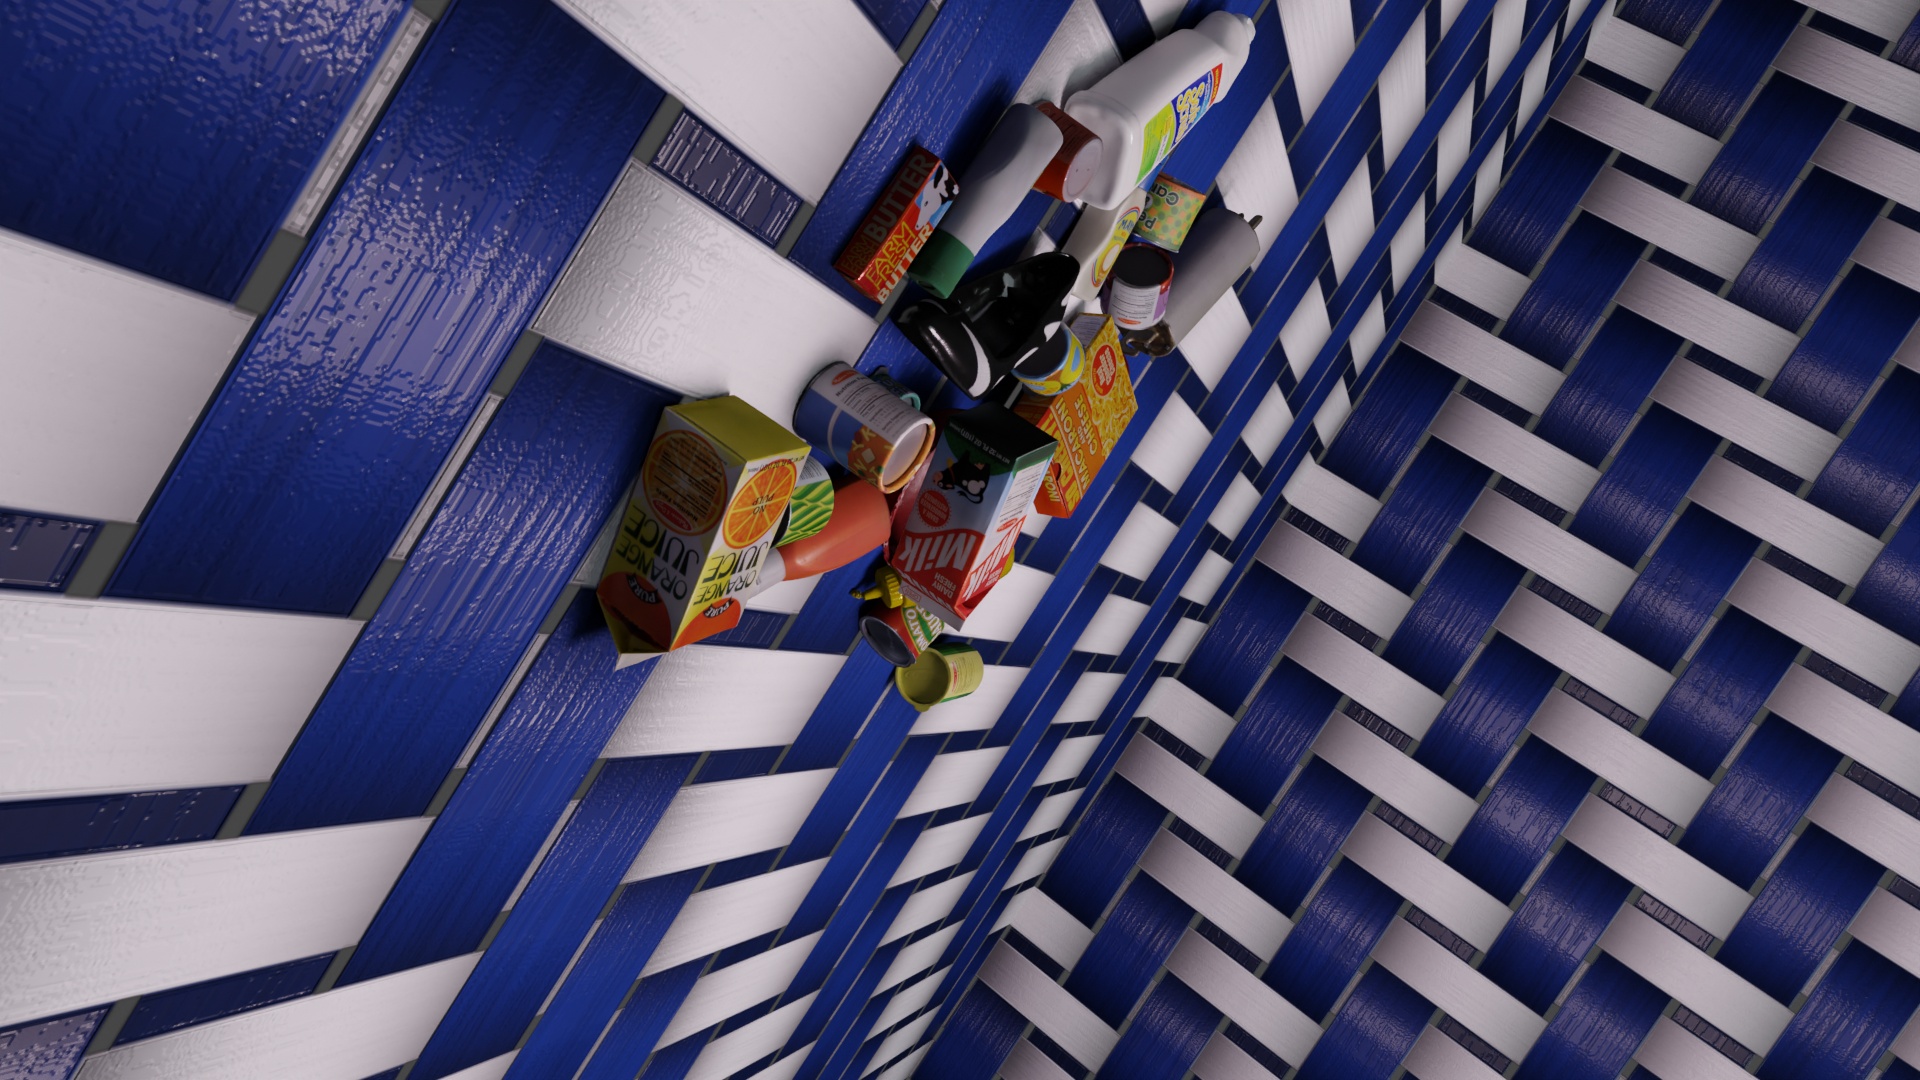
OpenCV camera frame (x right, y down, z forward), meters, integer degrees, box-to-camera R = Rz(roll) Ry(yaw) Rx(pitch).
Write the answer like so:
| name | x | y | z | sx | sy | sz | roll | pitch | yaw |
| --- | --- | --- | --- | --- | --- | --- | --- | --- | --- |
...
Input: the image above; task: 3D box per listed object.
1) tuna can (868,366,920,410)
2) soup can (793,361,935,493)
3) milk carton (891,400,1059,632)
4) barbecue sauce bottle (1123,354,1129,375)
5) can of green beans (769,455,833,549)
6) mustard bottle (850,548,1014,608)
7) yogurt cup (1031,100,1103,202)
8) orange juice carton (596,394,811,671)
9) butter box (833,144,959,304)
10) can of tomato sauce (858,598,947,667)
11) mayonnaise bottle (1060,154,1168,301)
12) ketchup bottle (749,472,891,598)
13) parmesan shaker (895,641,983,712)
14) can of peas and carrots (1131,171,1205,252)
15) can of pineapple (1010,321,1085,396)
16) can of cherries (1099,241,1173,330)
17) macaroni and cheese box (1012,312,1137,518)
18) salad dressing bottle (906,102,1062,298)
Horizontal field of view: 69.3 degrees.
| name | x | y | z | sx | sy | sz | roll | pitch | yaw |
| --- | --- | --- | --- | --- | --- | --- | --- | --- | --- |
| tuna can | -0.063 | -0.099 | 1.099 | 0.071 | 0.033 | 0.070 | -47 | 160 | -23 |
| soup can | -0.071 | -0.081 | 1.031 | 0.071 | 0.084 | 0.071 | -47 | 160 | -23 |
| milk carton | 0.004 | -0.015 | 1.167 | 0.074 | 0.072 | 0.189 | -26 | 144 | -54 |
| barbecue sauce bottle | 0.117 | -0.138 | 1.451 | 0.149 | 0.044 | 0.064 | -47 | 153 | -24 |
| can of green beans | -0.133 | -0.029 | 0.996 | 0.058 | 0.071 | 0.071 | -19 | 139 | -61 |
| mustard bottle | -0.028 | 0.032 | 1.320 | 0.161 | 0.049 | 0.065 | -19 | 151 | -18 |
| yogurt cup | 0.073 | -0.297 | 1.071 | 0.073 | 0.054 | 0.072 | -47 | 159 | -25 |
| orange juice carton | -0.179 | 0.004 | 0.928 | 0.072 | 0.073 | 0.191 | -21 | 142 | -59 |
| butter box | -0.043 | -0.218 | 0.966 | 0.103 | 0.024 | 0.053 | -56 | 162 | 0 |
| can of tomato sauce | -0.046 | 0.074 | 1.365 | 0.083 | 0.071 | 0.070 | -45 | 158 | -29 |
| mayonnaise bottle | 0.134 | -0.289 | 1.249 | 0.147 | 0.041 | 0.065 | -60 | 159 | 14 |
| ketchup bottle | -0.121 | 0.001 | 1.091 | 0.149 | 0.043 | 0.064 | -31 | 115 | -39 |
| parmesan shaker | -0.023 | 0.151 | 1.550 | 0.071 | 0.071 | 0.103 | -59 | 161 | 10 |
| can of peas and carrots | 0.187 | -0.312 | 1.302 | 0.071 | 0.071 | 0.058 | -15 | 135 | -62 |
| can of pineapple | 0.075 | -0.168 | 1.264 | 0.071 | 0.071 | 0.058 | -57 | 160 | 3 |
| can of cherries | 0.173 | -0.253 | 1.369 | 0.072 | 0.071 | 0.058 | -46 | 158 | -27 |
| macaroni and cheese box | 0.112 | -0.123 | 1.356 | 0.167 | 0.040 | 0.123 | -57 | 141 | -32 |
| salad dressing bottle | 0.016 | -0.245 | 1.007 | 0.044 | 0.064 | 0.147 | 36 | 86 | -28 |
